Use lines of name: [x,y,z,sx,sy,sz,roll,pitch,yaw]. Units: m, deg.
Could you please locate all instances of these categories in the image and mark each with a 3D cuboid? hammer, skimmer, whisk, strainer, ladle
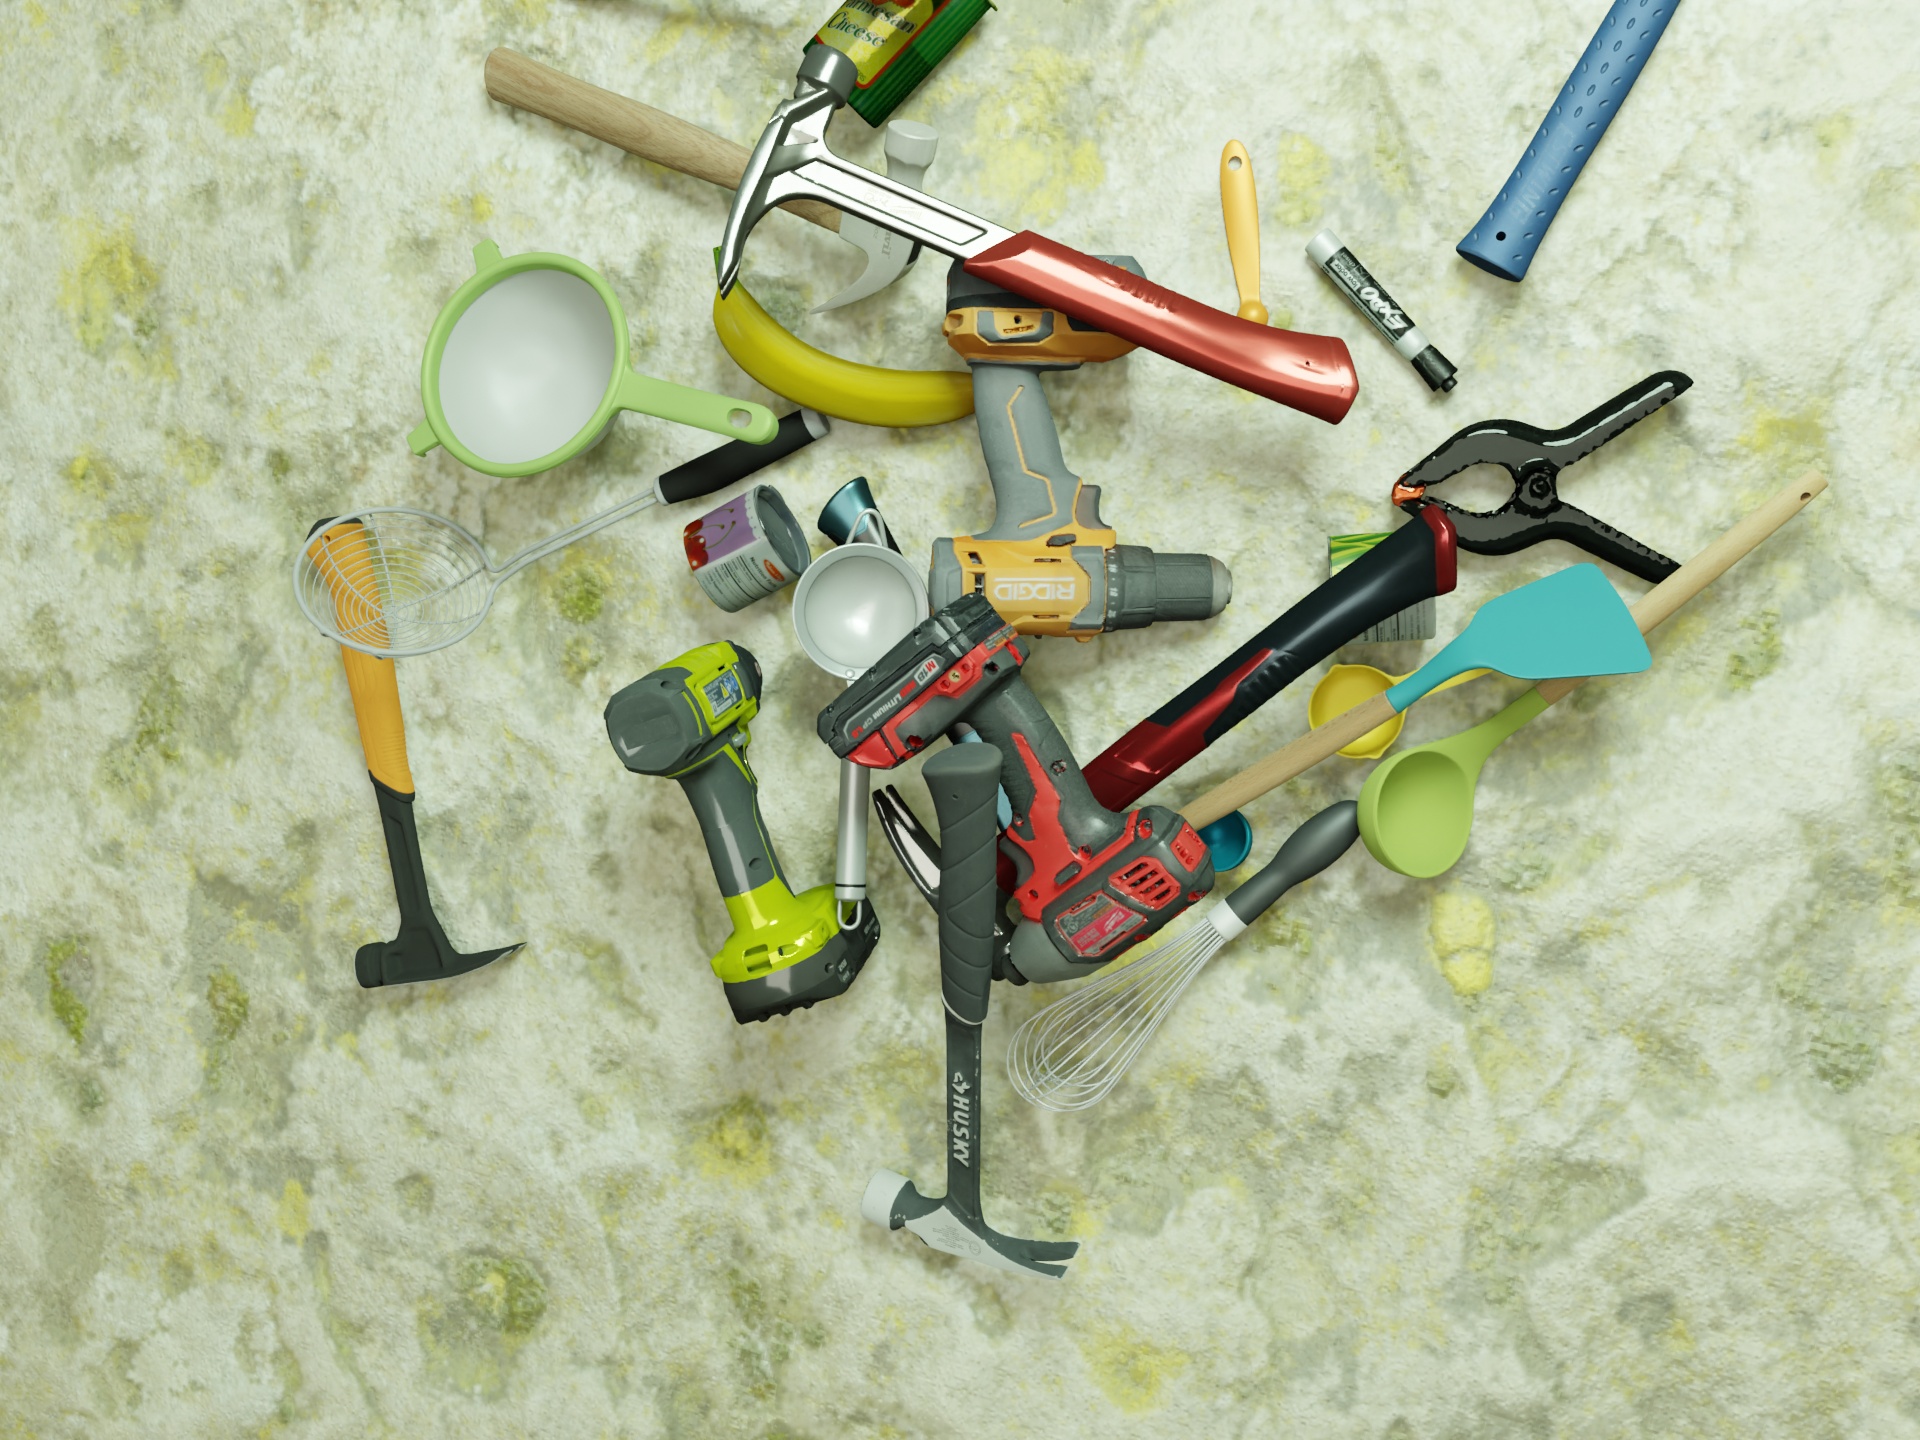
hammer: [0.119,-0.006,0.938,0.386,0.038,0.143,-40,83,22]
hammer: [0.406,-0.432,0.875,0.144,0.035,0.405,31,102,9]
skimmer: [-0.264,-0.142,1.049,0.363,0.090,0.127,-22,58,13]
hammer: [-0.002,-0.003,1.026,0.128,0.033,0.331,-29,88,16]
whisk: [0.142,0.145,0.996,0.284,0.070,0.070,-43,85,9]
strainer: [-0.226,-0.211,1.035,0.256,0.069,0.151,17,87,17]
hammer: [0.006,0.185,0.942,0.149,0.036,0.408,16,128,22]
ladle: [0.358,-0.025,0.907,0.078,0.062,0.320,40,110,-21]
hammer: [-0.403,0.021,1.131,0.127,0.034,0.337,-10,93,16]
hammer: [0.050,-0.240,0.889,0.359,0.036,0.149,23,86,-2]
strainer: [-0.066,0.000,0.988,0.087,0.050,0.258,3,86,-12]
hammer: [-0.168,-0.360,1.015,0.331,0.031,0.130,26,128,17]

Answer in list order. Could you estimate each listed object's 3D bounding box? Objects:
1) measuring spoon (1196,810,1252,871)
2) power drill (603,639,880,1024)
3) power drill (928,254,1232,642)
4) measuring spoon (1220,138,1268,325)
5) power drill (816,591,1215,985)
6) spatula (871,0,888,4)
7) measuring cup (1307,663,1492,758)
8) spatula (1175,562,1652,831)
measuring spoon: [0.137,0.102,1.013,0.128,0.021,0.042,-44,56,23]
power drill: [-0.133,0.061,1.007,0.080,0.171,0.223,-19,100,15]
power drill: [0.073,-0.160,0.960,0.185,0.084,0.226,0,97,-4]
measuring spoon: [0.171,-0.293,0.962,0.021,0.011,0.117,-6,94,15]
power drill: [0.028,0.048,0.916,0.143,0.078,0.219,-40,89,26]
spatula: [-0.127,-0.460,0.965,0.323,0.041,0.081,11,75,29]
measuring cup: [0.284,-0.027,0.955,0.156,0.029,0.062,-25,89,13]
spatula: [0.236,0.008,0.933,0.317,0.044,0.082,-32,48,23]
